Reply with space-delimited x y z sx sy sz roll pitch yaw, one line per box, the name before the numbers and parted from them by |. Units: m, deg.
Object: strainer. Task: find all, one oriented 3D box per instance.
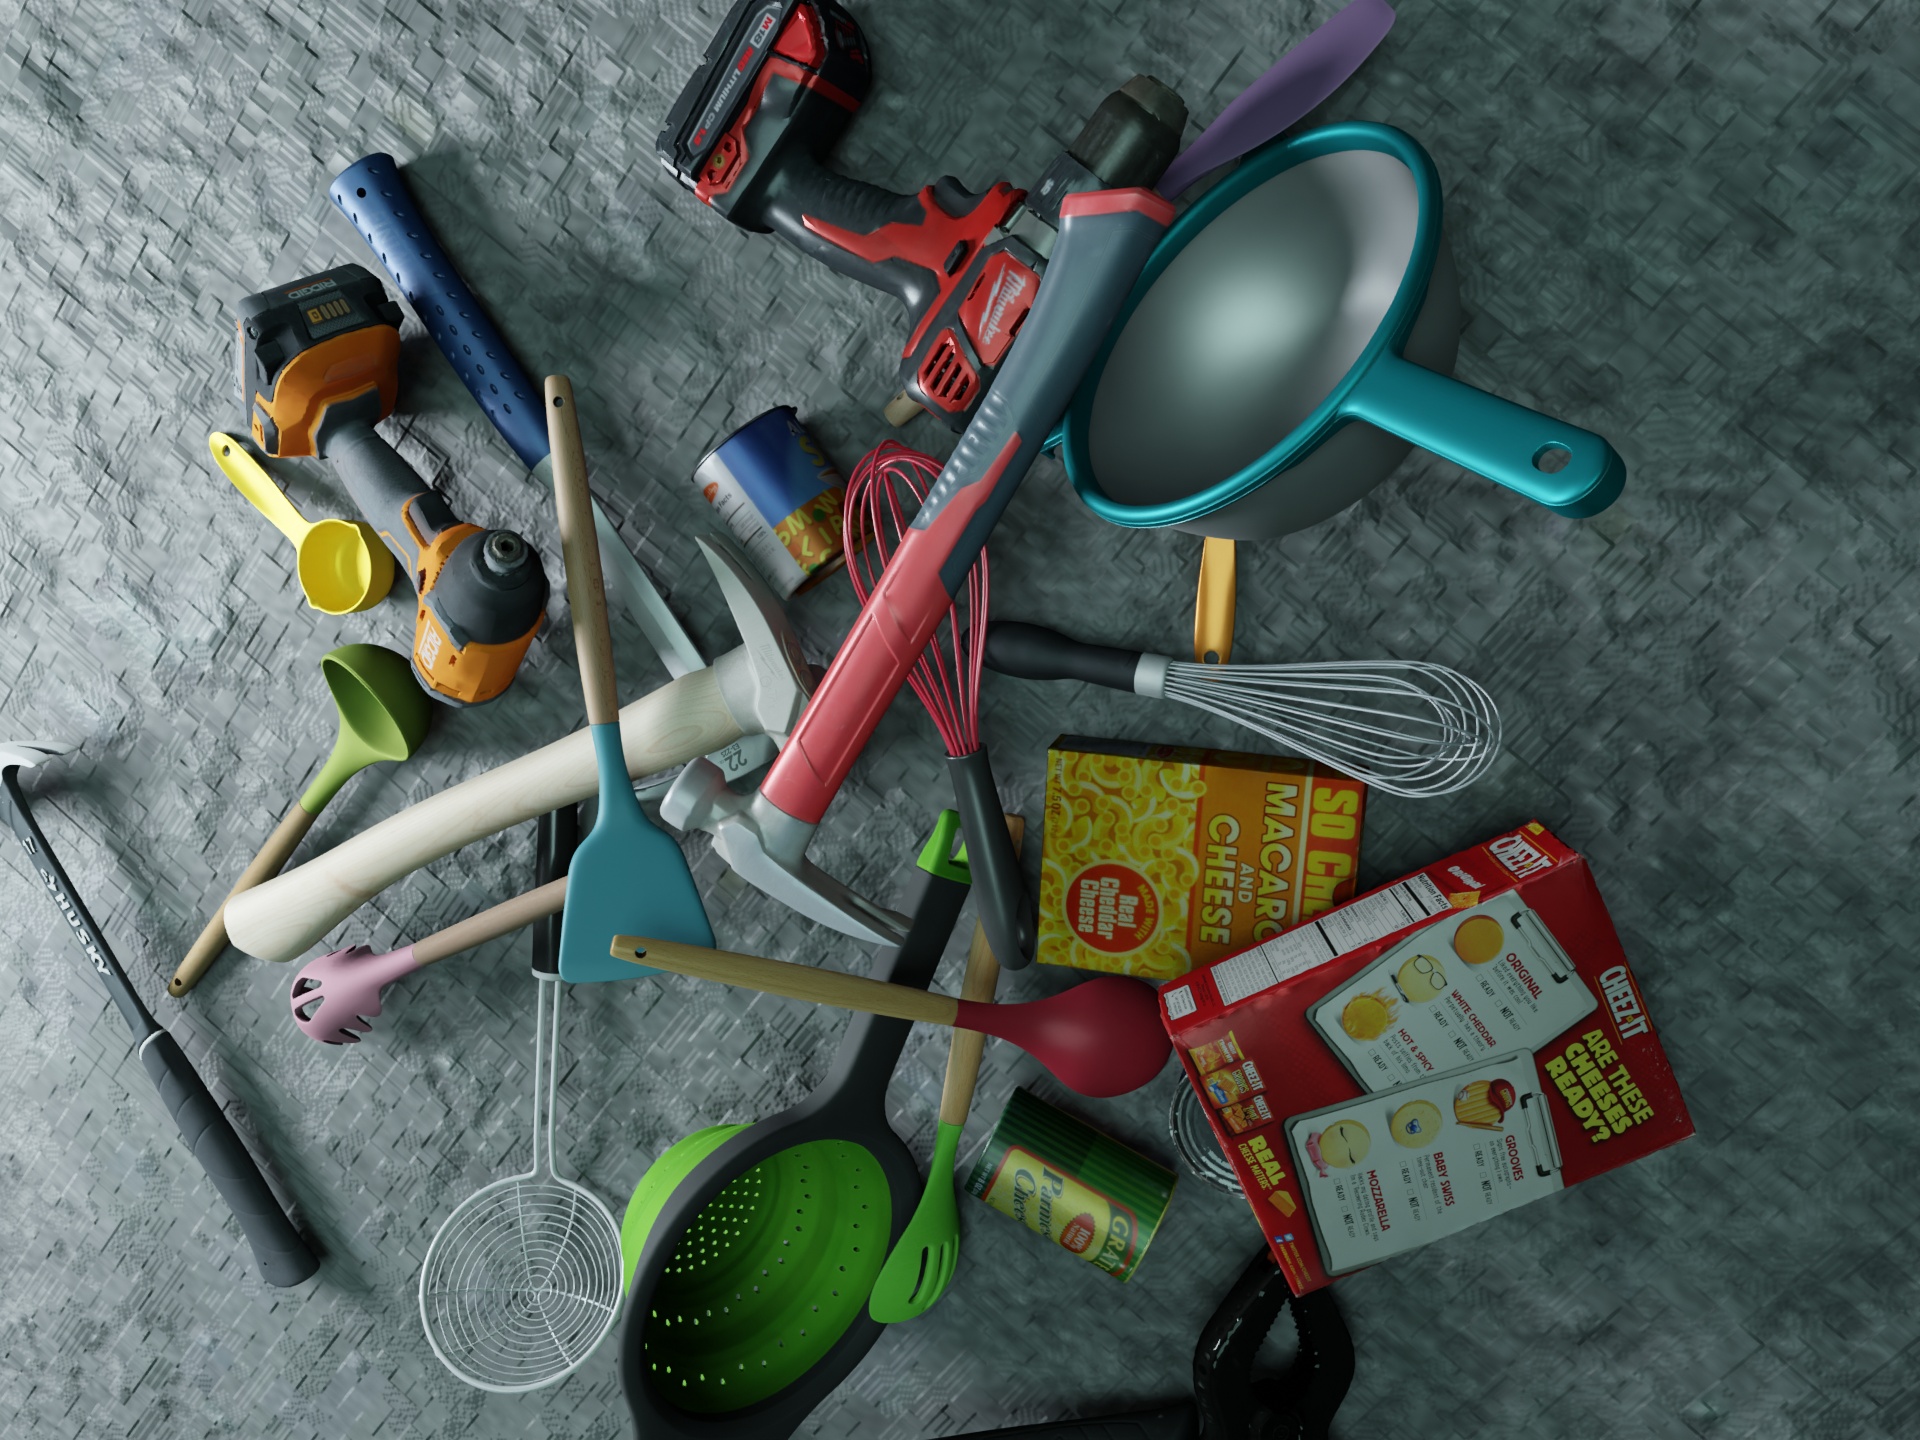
strainer | 0.176 -0.134 0.684 0.095 0.341 0.211 32 100 -33

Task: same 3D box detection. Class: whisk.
whisk | 0.131 -0.018 0.819 0.285 0.070 0.070 13 105 21
whisk | -0.001 -0.003 0.837 0.073 0.073 0.295 -9 105 17

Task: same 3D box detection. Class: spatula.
spatula | 0.081 -0.247 0.798 0.316 0.060 0.018 -35 128 23
spatula | -0.190 -0.024 0.840 0.082 0.044 0.317 -8 95 -7

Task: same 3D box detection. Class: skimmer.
skimmer | -0.257 0.219 0.958 0.127 0.090 0.363 6 102 2

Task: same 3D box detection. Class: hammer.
hammer | -0.538 0.196 1.049 0.149 0.036 0.409 -24 97 34
hammer | -0.233 -0.137 0.907 0.144 0.035 0.405 -33 91 19
hammer | -0.026 0.436 0.940 0.335 0.146 0.035 -9 99 5
hammer | -0.269 0.037 0.914 0.410 0.038 0.146 -24 93 18
hammer | 0.000 -0.068 0.756 0.143 0.038 0.386 32 111 1

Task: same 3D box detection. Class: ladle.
ladle | -0.428 0.074 0.995 0.078 0.062 0.320 45 111 5
ladle | -0.028 0.148 0.844 0.315 0.031 0.069 13 91 -13

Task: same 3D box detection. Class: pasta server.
pasta server | -0.297 0.131 0.952 0.316 0.040 0.060 -23 74 25

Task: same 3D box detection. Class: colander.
colander | -0.095 0.226 0.914 0.095 0.204 0.397 23 91 45

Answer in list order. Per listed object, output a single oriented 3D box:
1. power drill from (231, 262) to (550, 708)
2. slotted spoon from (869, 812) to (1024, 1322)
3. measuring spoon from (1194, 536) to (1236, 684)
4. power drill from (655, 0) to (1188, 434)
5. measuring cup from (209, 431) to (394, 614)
power drill | -0.303 -0.129 0.866 0.226 0.084 0.164 57 149 2
slotted spoon | -0.001 0.205 0.909 0.031 0.070 0.313 18 101 35
measuring spoon | 0.134 -0.075 0.832 0.021 0.011 0.117 5 103 14
power drill | -0.017 -0.274 0.783 0.227 0.080 0.188 41 109 11
measuring cup | -0.400 -0.125 0.966 0.157 0.029 0.062 43 110 16
